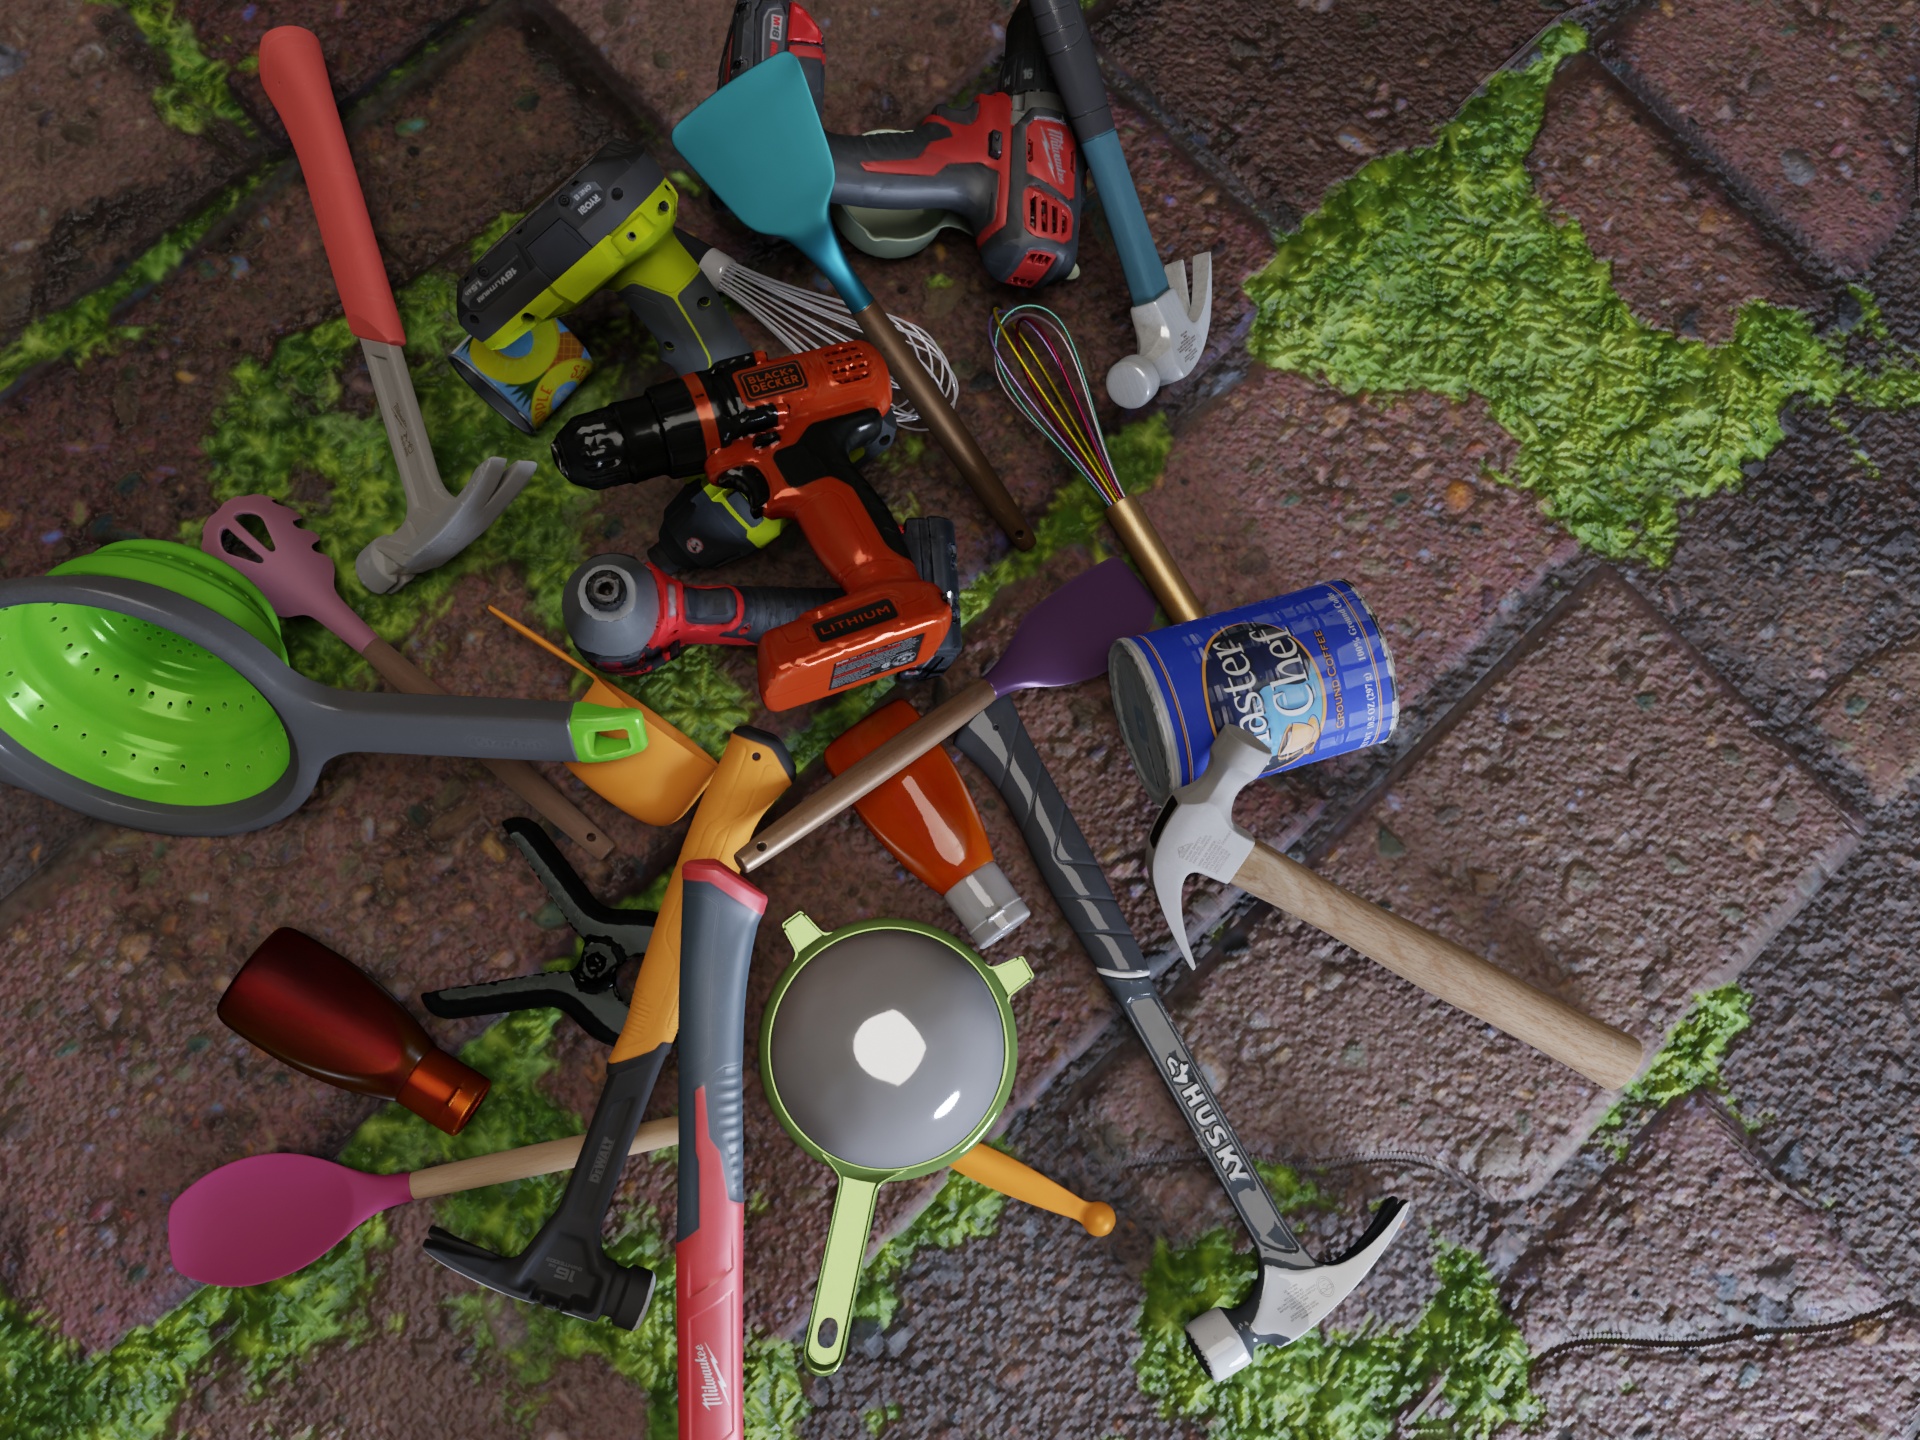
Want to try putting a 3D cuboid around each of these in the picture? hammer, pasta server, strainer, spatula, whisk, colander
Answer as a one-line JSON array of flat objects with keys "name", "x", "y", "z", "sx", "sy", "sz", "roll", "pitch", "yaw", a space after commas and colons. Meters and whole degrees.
[{"name": "hammer", "x": 0.076, "y": -0.360, "z": 0.941, "sx": 0.128, "sy": 0.033, "sz": 0.330, "roll": -44, "pitch": 118, "yaw": -46}, {"name": "hammer", "x": 0.110, "y": 0.163, "z": 0.933, "sx": 0.149, "sy": 0.036, "sz": 0.409, "roll": -27, "pitch": 82, "yaw": -9}, {"name": "hammer", "x": -0.150, "y": 0.268, "z": 0.851, "sx": 0.143, "sy": 0.038, "sz": 0.386, "roll": 0, "pitch": 92, "yaw": -9}, {"name": "pasta server", "x": -0.327, "y": -0.025, "z": 0.943, "sx": 0.316, "sy": 0.040, "sz": 0.060, "roll": 41, "pitch": 80, "yaw": 0}, {"name": "strainer", "x": -0.052, "y": 0.235, "z": 0.887, "sx": 0.151, "sy": 0.069, "sz": 0.256, "roll": 12, "pitch": 77, "yaw": 1}, {"name": "spatula", "x": -0.001, "y": -0.003, "z": 0.925, "sx": 0.316, "sy": 0.018, "sz": 0.060, "roll": -34, "pitch": 84, "yaw": -26}, {"name": "whisk", "x": 0.088, "y": -0.155, "z": 0.988, "sx": 0.051, "sy": 0.047, "sz": 0.245, "roll": -31, "pitch": 88, "yaw": -10}, {"name": "hammer", "x": 0.253, "y": 0.132, "z": 0.914, "sx": 0.331, "sy": 0.031, "sz": 0.130, "roll": 28, "pitch": 106, "yaw": -12}, {"name": "colander", "x": -0.364, "y": -0.028, "z": 0.876, "sx": 0.397, "sy": 0.204, "sz": 0.095, "roll": 3, "pitch": 49, "yaw": 2}, {"name": "hammer", "x": -0.352, "y": -0.265, "z": 0.948, "sx": 0.149, "sy": 0.036, "sz": 0.359, "roll": -30, "pitch": 74, "yaw": 35}, {"name": "spatula", "x": -0.042, "y": -0.223, "z": 0.921, "sx": 0.082, "sy": 0.044, "sz": 0.317, "roll": -32, "pitch": 120, "yaw": 9}, {"name": "hammer", "x": -0.177, "y": 0.160, "z": 0.880, "sx": 0.127, "sy": 0.034, "sz": 0.337, "roll": 22, "pitch": 88, "yaw": -9}, {"name": "whisk", "x": -0.125, "y": -0.263, "z": 0.987, "sx": 0.284, "sy": 0.070, "sz": 0.070, "roll": 31, "pitch": 79, "yaw": 7}]

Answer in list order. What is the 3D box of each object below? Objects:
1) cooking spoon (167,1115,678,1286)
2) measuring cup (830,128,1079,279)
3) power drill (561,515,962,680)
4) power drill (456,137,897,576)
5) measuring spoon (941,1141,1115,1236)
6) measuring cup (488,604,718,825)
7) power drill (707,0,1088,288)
[{"name": "cooking spoon", "x": -0.283, "y": 0.258, "z": 0.898, "sx": 0.319, "sy": 0.017, "sz": 0.069, "roll": -11, "pitch": 74, "yaw": -5}, {"name": "measuring cup", "x": -0.005, "y": -0.313, "z": 1.013, "sx": 0.167, "sy": 0.038, "sz": 0.083, "roll": 22, "pitch": 74, "yaw": -11}, {"name": "power drill", "x": -0.114, "y": -0.065, "z": 0.905, "sx": 0.219, "sy": 0.143, "sz": 0.078, "roll": -3, "pitch": 83, "yaw": -7}, {"name": "power drill", "x": -0.169, "y": -0.197, "z": 0.909, "sx": 0.171, "sy": 0.080, "sz": 0.223, "roll": -35, "pitch": 115, "yaw": 16}, {"name": "measuring spoon", "x": 0.036, "y": 0.268, "z": 0.920, "sx": 0.117, "sy": 0.011, "sz": 0.021, "roll": 25, "pitch": 79, "yaw": 1}, {"name": "measuring cup", "x": -0.221, "y": -0.002, "z": 0.920, "sx": 0.174, "sy": 0.095, "sz": 0.052, "roll": 34, "pitch": 87, "yaw": 13}, {"name": "power drill", "x": -0.029, "y": -0.370, "z": 0.959, "sx": 0.226, "sy": 0.080, "sz": 0.188, "roll": 7, "pitch": 77, "yaw": -17}]
